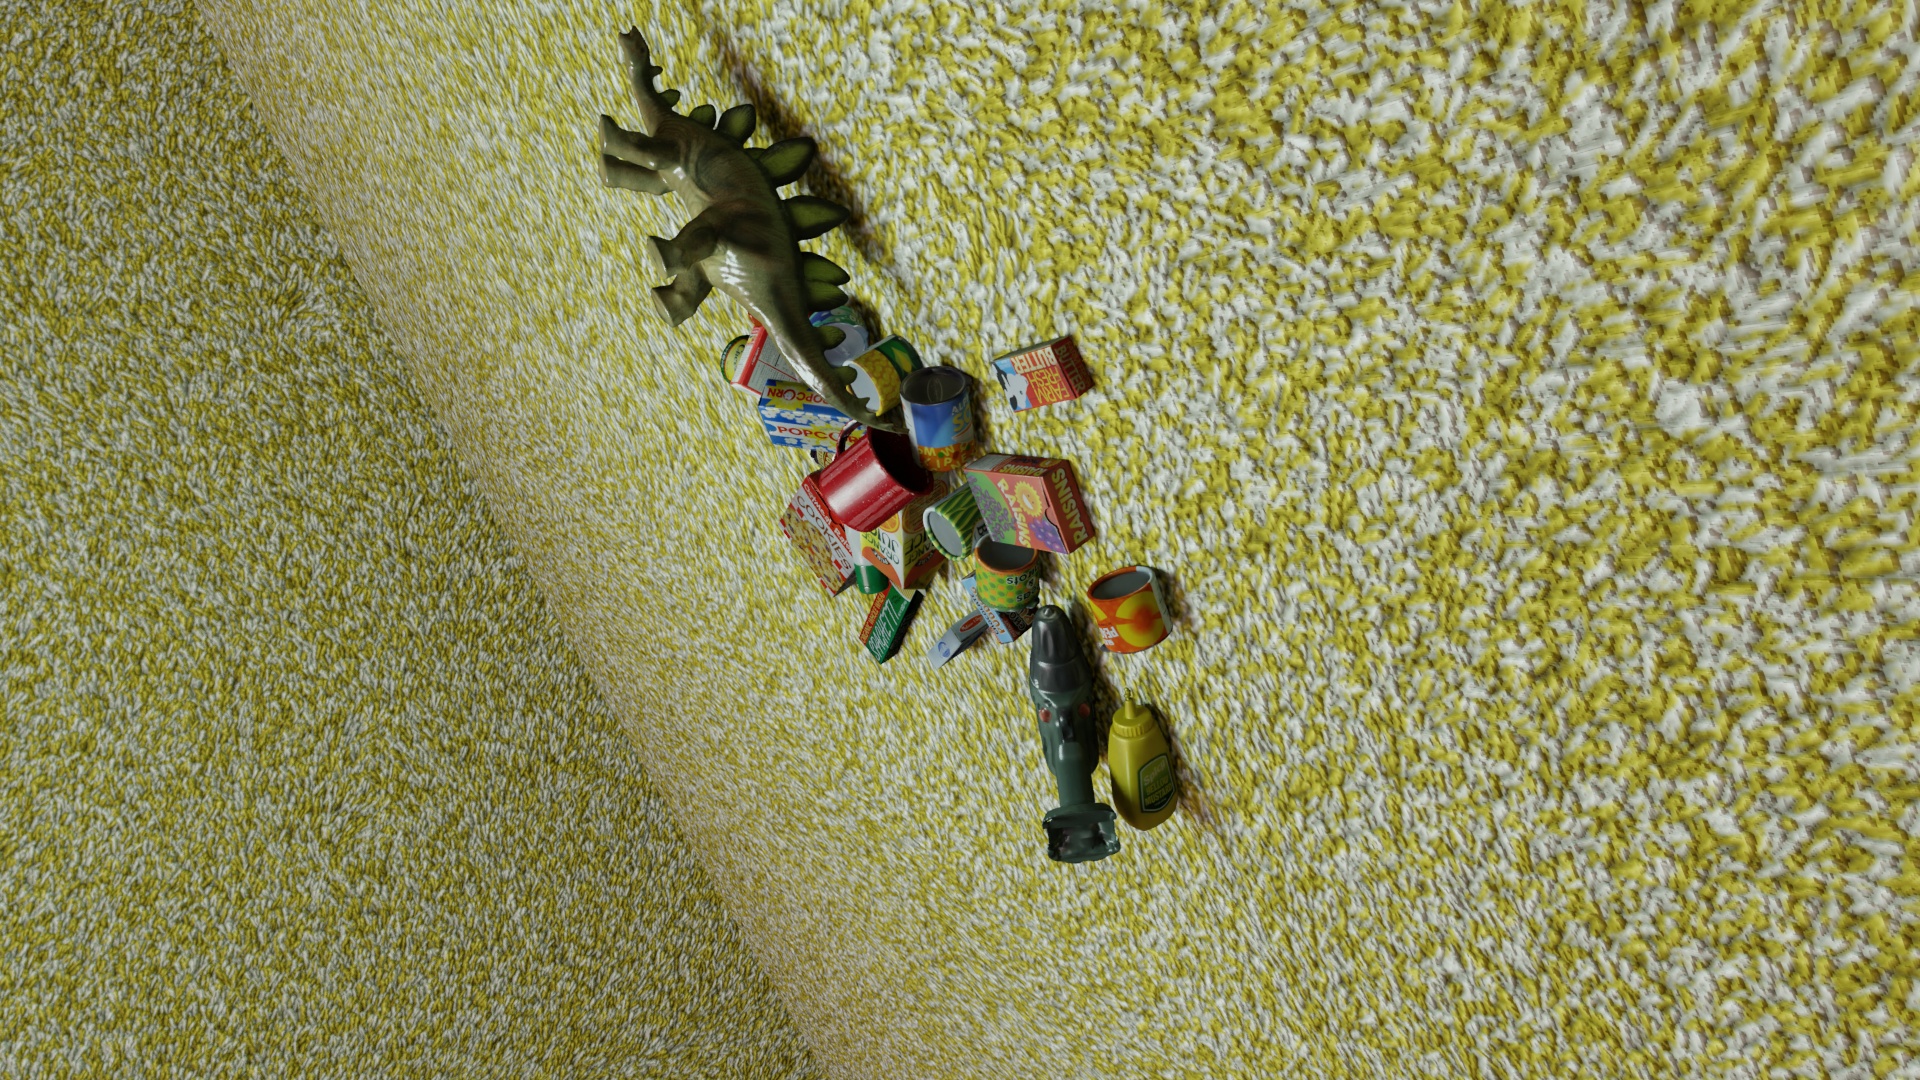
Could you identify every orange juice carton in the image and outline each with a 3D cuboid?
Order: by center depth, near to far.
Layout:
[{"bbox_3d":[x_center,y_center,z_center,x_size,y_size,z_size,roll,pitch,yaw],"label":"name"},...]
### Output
[{"bbox_3d":[-0.062,-0.018,1.534,0.072,0.073,0.191,38,148,28],"label":"orange juice carton"}]

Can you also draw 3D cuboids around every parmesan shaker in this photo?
[{"bbox_3d":[-0.225,-0.193,1.609,0.103,0.071,0.071,26,140,43],"label":"parmesan shaker"}]

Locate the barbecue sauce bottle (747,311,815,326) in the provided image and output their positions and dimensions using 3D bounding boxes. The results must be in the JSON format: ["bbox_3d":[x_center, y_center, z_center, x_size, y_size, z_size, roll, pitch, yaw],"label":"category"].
[{"bbox_3d":[-0.184,-0.251,1.510,0.148,0.044,0.064,10,133,55],"label":"barbecue sauce bottle"}]

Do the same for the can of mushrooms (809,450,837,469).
[{"bbox_3d":[-0.132,-0.102,1.557,0.033,0.071,0.070,38,148,27],"label":"can of mushrooms"}]

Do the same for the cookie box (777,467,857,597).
[{"bbox_3d":[-0.163,-0.009,1.741,0.123,0.040,0.166,53,152,5],"label":"cookie box"}]

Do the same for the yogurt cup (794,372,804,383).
[{"bbox_3d":[-0.143,-0.185,1.504,0.072,0.054,0.072,38,147,31],"label":"yogurt cup"}]

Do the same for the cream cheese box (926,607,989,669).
[{"bbox_3d":[0.000,0.111,1.596,0.024,0.053,0.103,54,153,9],"label":"cream cheese box"}]

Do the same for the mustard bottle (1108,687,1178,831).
[{"bbox_3d":[0.181,0.218,1.412,0.049,0.065,0.159,25,136,51],"label":"mustard bottle"}]

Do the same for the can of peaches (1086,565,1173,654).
[{"bbox_3d":[0.154,0.064,1.279,0.071,0.071,0.058,11,128,54],"label":"can of peaches"}]

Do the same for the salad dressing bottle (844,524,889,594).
[{"bbox_3d":[-0.112,-0.011,1.620,0.064,0.044,0.147,-109,10,-69],"label":"salad dressing bottle"}]

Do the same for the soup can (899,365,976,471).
[{"bbox_3d":[-0.018,-0.119,1.366,0.071,0.071,0.083,32,145,38],"label":"soup can"}]

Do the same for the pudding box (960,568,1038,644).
[{"bbox_3d":[0.044,0.063,1.477,0.083,0.050,0.030,59,151,-5],"label":"pudding box"}]

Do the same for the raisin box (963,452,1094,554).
[{"bbox_3d":[0.065,-0.037,1.346,0.123,0.040,0.086,10,127,53],"label":"raisin box"}]

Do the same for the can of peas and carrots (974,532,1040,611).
[{"bbox_3d":[0.050,0.031,1.415,0.071,0.071,0.058,36,146,34],"label":"can of peas and carrots"}]

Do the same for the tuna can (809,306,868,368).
[{"bbox_3d":[-0.126,-0.209,1.437,0.033,0.071,0.070,-96,2,-46],"label":"tuna can"}]

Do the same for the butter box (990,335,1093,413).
[{"bbox_3d":[0.071,-0.147,1.234,0.103,0.024,0.053,-5,115,59],"label":"butter box"}]

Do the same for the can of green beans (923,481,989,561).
[{"bbox_3d":[0.004,-0.020,1.443,0.071,0.058,0.071,38,148,30],"label":"can of green beans"}]

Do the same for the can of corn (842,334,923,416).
[{"bbox_3d":[-0.077,-0.166,1.414,0.071,0.058,0.070,39,148,30],"label":"can of corn"}]

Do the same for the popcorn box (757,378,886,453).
[{"bbox_3d":[-0.145,-0.129,1.485,0.127,0.038,0.085,8,157,8],"label":"popcorn box"}]

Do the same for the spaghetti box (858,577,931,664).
[{"bbox_3d":[-0.082,0.084,1.725,0.050,0.029,0.248,50,152,14],"label":"spaghetti box"}]
